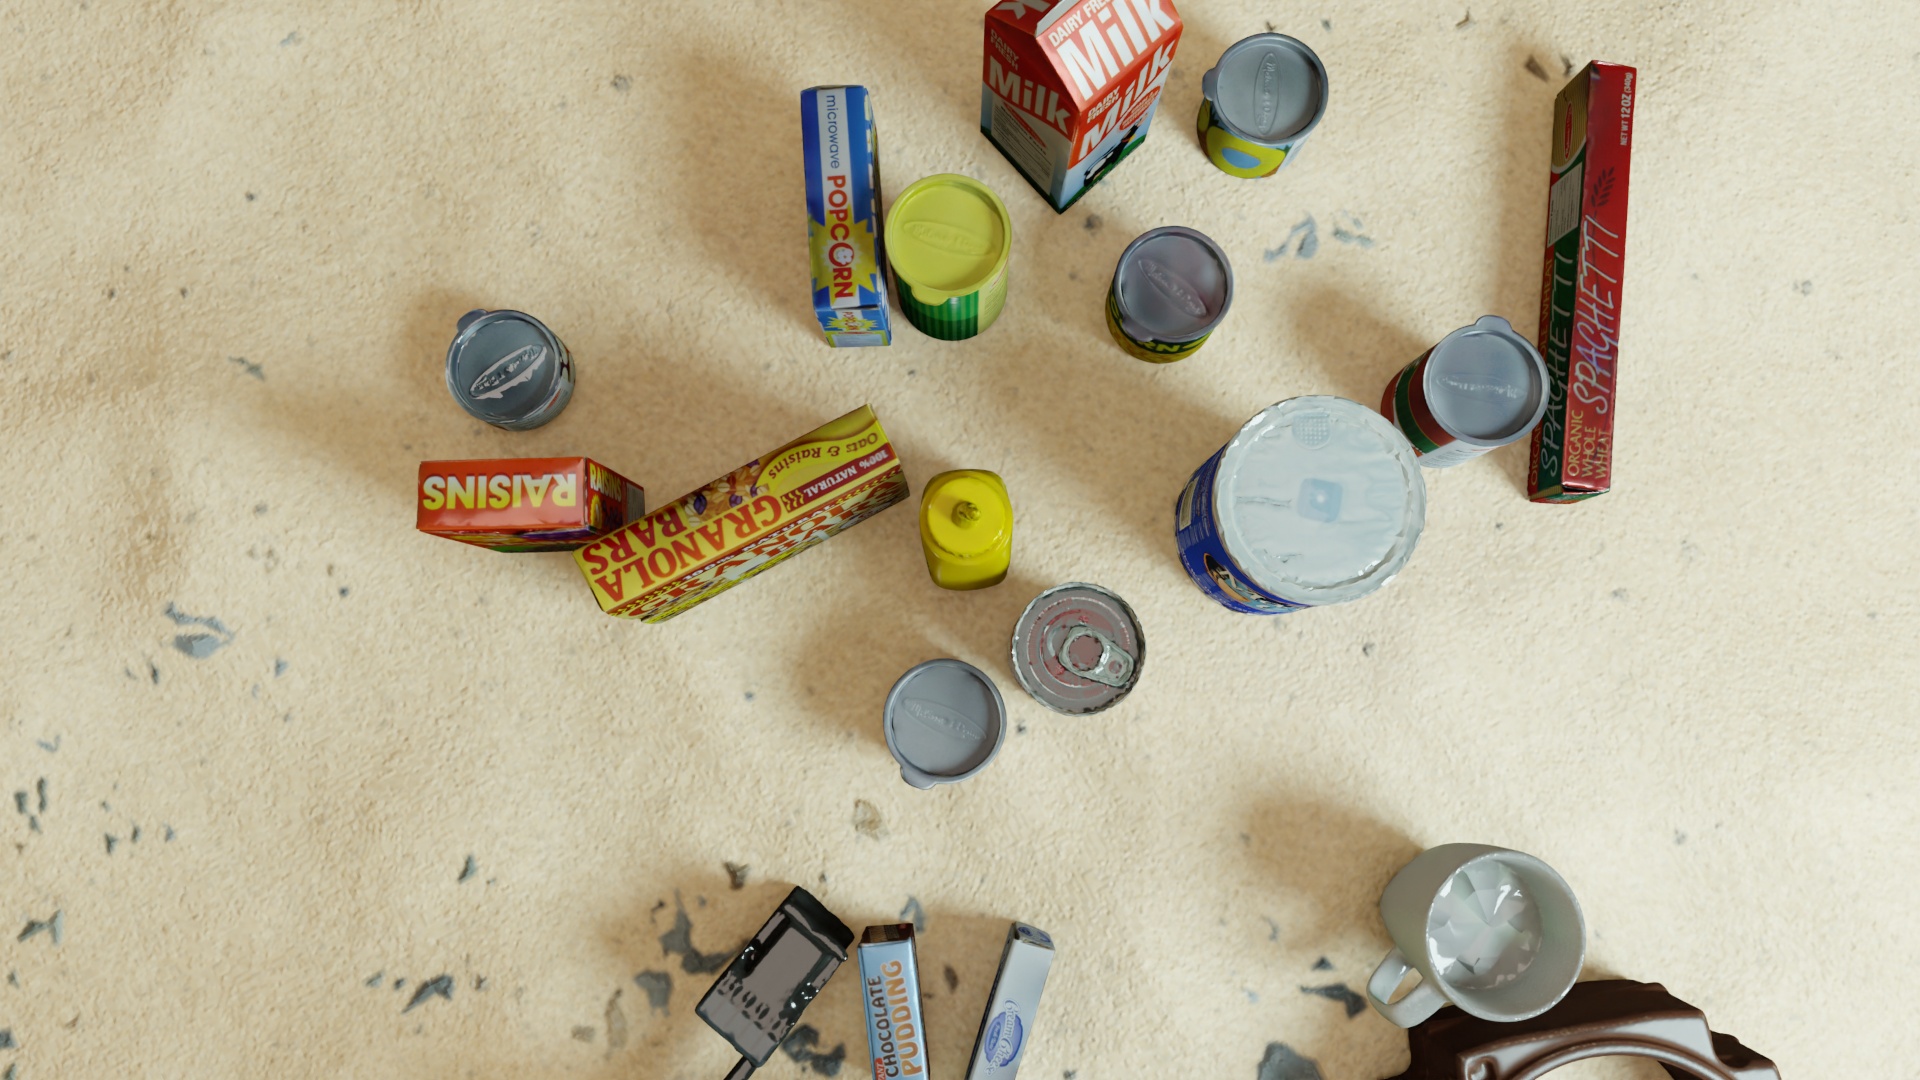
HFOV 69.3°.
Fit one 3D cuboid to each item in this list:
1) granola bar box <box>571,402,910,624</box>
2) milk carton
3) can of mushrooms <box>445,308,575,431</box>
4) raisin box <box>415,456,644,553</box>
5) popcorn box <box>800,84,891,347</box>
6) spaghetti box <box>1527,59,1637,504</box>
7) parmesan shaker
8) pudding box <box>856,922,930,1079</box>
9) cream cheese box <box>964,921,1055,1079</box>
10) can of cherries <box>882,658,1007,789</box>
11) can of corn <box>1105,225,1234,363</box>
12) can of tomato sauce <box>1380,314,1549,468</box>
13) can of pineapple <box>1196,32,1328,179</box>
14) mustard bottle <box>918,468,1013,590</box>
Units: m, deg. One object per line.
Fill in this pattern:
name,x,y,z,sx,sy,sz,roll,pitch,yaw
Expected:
granola bar box,-0.109,-0.010,0.743,0.166,0.124,0.039,-27,85,-2
milk carton,0.061,-0.251,0.735,0.072,0.190,0.073,-42,85,-3
can of mushrooms,-0.259,-0.099,0.799,0.071,0.033,0.071,0,84,0
raisin box,-0.226,-0.017,0.745,0.086,0.123,0.040,-1,84,0
popcorn box,-0.063,-0.179,0.781,0.038,0.085,0.127,-4,84,0
spaghetti box,0.354,-0.145,0.793,0.029,0.050,0.250,6,84,1
parmesan shaker,-0.007,-0.151,0.769,0.071,0.103,0.071,0,84,0
pudding box,-0.036,0.254,0.751,0.030,0.049,0.084,-7,84,0
cream cheese box,0.024,0.262,0.748,0.024,0.053,0.104,18,84,2
can of cherries,-0.010,0.101,0.763,0.071,0.058,0.071,0,84,0
can of corn,0.116,-0.136,0.789,0.071,0.058,0.071,0,84,0
can of tomato sauce,0.276,-0.080,0.770,0.071,0.083,0.071,0,84,0
can of pineapple,0.171,-0.250,0.802,0.071,0.058,0.071,0,84,0
mustard bottle,0.003,-0.009,0.724,0.049,0.160,0.065,-4,84,0
